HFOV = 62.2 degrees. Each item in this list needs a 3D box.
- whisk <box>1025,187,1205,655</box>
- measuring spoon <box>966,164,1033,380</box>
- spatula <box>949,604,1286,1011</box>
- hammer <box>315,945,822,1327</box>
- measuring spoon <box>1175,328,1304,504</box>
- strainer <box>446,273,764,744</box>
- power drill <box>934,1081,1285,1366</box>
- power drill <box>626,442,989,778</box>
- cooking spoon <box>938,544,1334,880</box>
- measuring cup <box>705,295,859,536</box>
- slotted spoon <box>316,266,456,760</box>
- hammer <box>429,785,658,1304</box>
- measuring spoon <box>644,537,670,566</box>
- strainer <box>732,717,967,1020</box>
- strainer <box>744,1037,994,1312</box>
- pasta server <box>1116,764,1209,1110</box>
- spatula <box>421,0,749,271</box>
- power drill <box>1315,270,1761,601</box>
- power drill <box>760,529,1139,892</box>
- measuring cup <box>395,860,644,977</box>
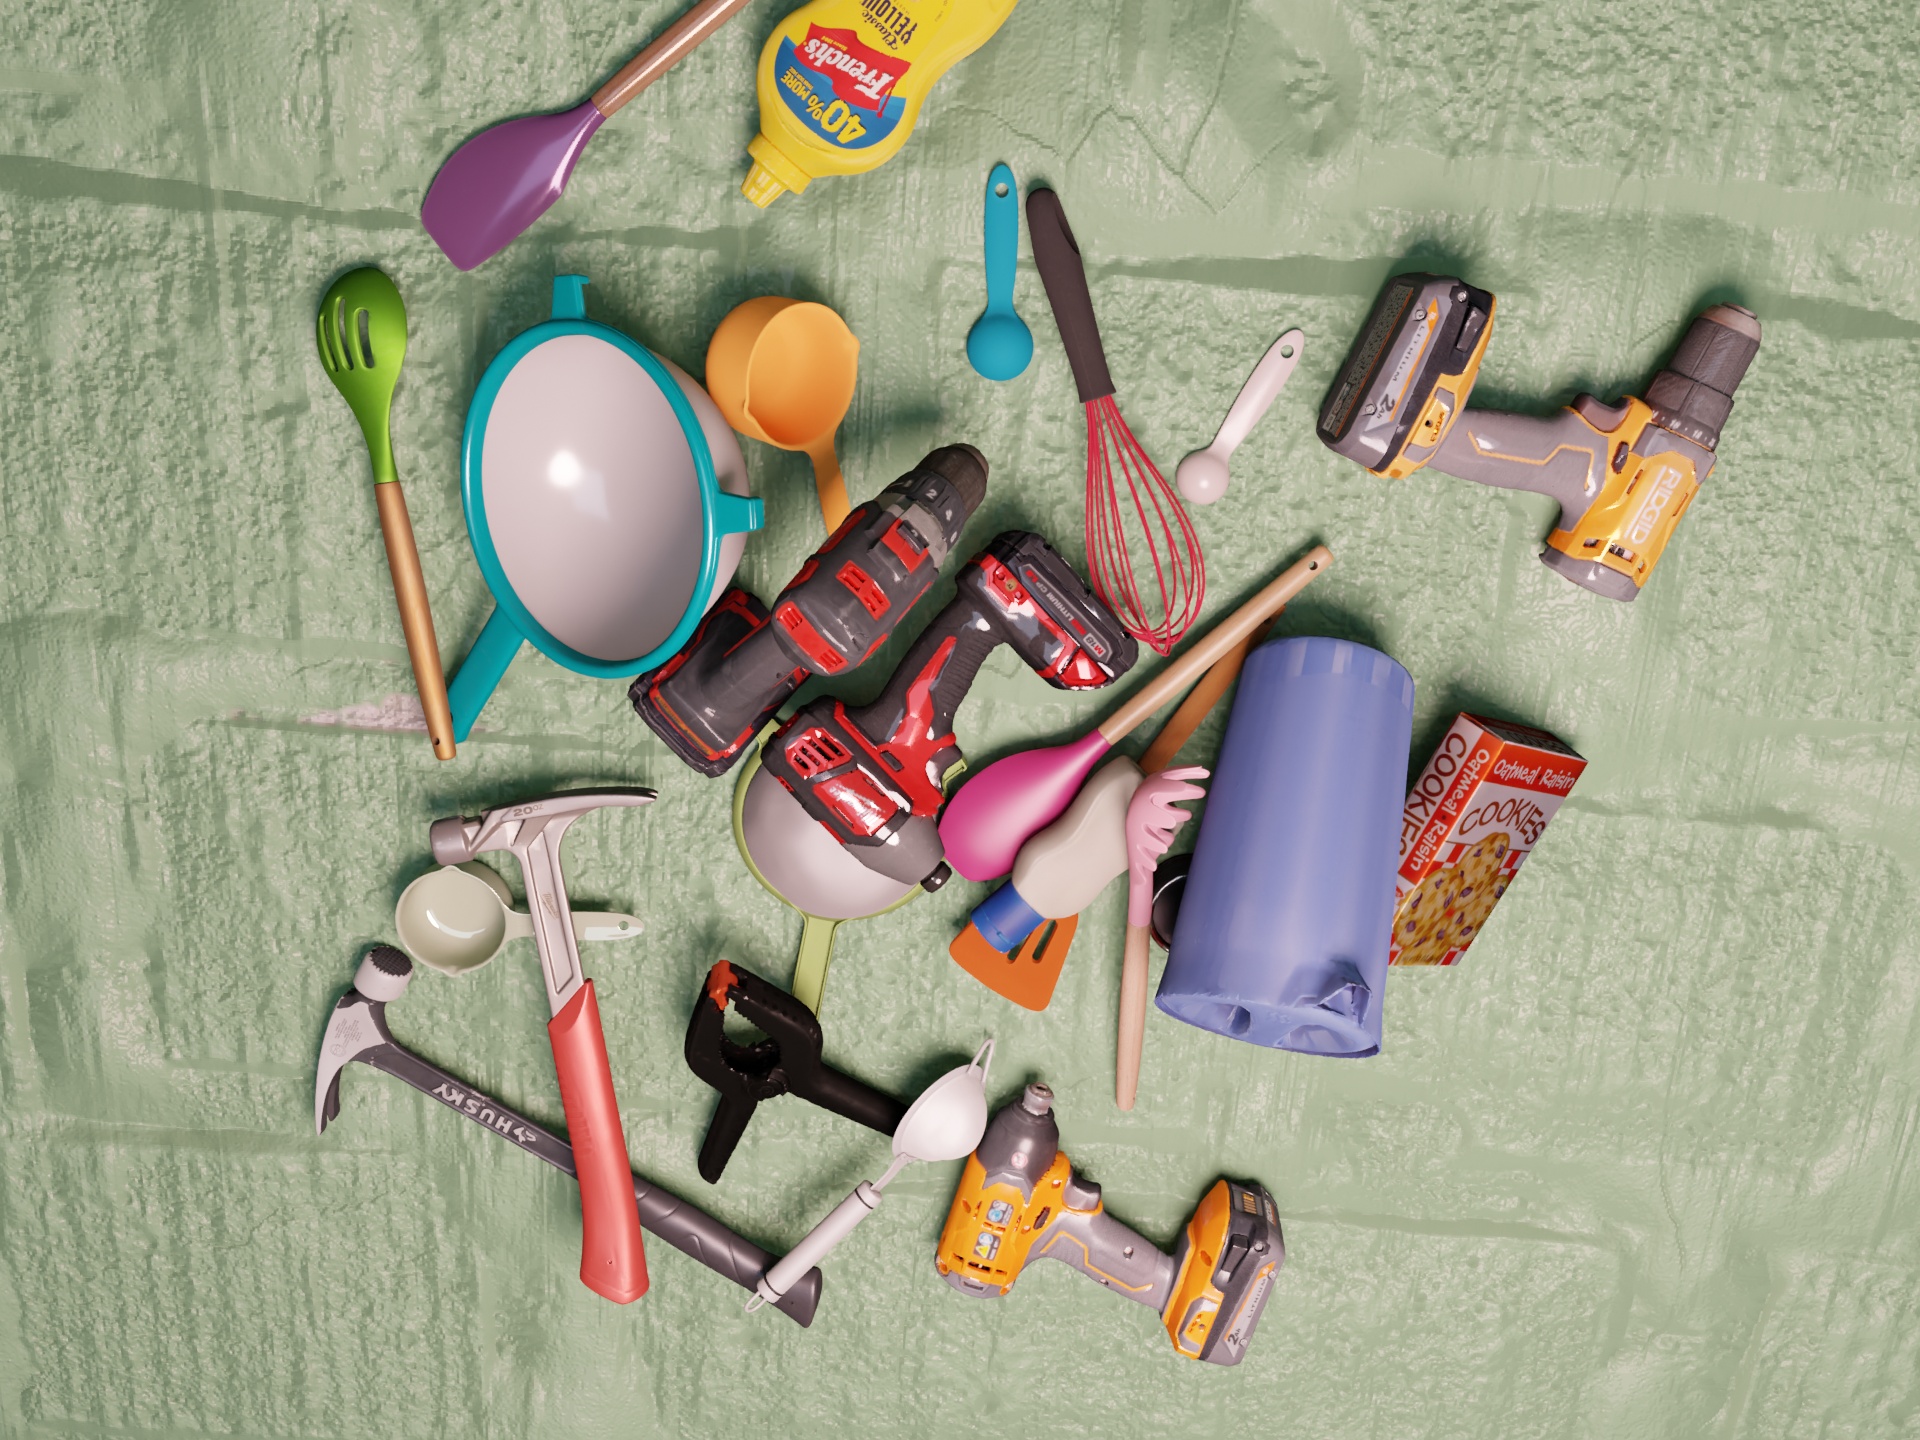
[{"bbox_3d":[0.090,-0.180,0.980,0.073,0.073,0.295,-16,101,7],"label":"whisk"},{"bbox_3d":[0.024,-0.271,0.970,0.042,0.021,0.128,0,109,1],"label":"measuring spoon"},{"bbox_3d":[0.114,0.051,1.060,0.081,0.041,0.322,34,104,-8],"label":"spatula"},{"bbox_3d":[-0.277,0.324,1.145,0.409,0.036,0.149,32,107,-3],"label":"hammer"},{"bbox_3d":[0.177,-0.189,0.994,0.034,0.018,0.124,31,105,-7],"label":"measuring spoon"},{"bbox_3d":[-0.234,-0.099,1.002,0.211,0.095,0.340,52,126,12],"label":"strainer"},{"bbox_3d":[0.110,0.356,1.137,0.226,0.084,0.164,17,107,0],"label":"power drill"},{"bbox_3d":[-0.084,-0.071,0.953,0.080,0.188,0.226,47,139,-12],"label":"power drill"},{"bbox_3d":[0.113,-0.006,1.032,0.319,0.017,0.068,-40,95,9],"label":"cooking spoon"},{"bbox_3d":[-0.104,-0.180,0.987,0.052,0.095,0.173,25,142,36],"label":"measuring cup"},{"bbox_3d":[-0.357,-0.126,1.009,0.070,0.031,0.313,-2,105,22],"label":"slotted spoon"},{"bbox_3d":[-0.250,0.225,1.084,0.149,0.037,0.359,-10,100,-5],"label":"hammer"},{"bbox_3d":[-0.173,-0.067,1.046,0.021,0.011,0.117,-27,105,10],"label":"measuring spoon"},{"bbox_3d":[-0.092,0.125,1.073,0.151,0.069,0.256,12,106,-2],"label":"strainer"},{"bbox_3d":[-0.057,0.329,1.118,0.258,0.050,0.086,-44,146,2],"label":"strainer"},{"bbox_3d":[0.123,0.153,1.047,0.040,0.060,0.316,18,131,23],"label":"pasta server"},{"bbox_3d":[-0.197,-0.382,0.944,0.316,0.018,0.059,-34,103,12],"label":"spatula"},{"bbox_3d":[0.354,-0.195,0.957,0.226,0.084,0.185,23,106,-10],"label":"power drill"},{"bbox_3d":[-0.002,-0.003,0.994,0.219,0.078,0.143,-43,99,-3],"label":"power drill"},{"bbox_3d":[-0.302,0.134,1.102,0.167,0.038,0.083,2,106,-5],"label":"measuring cup"}]
